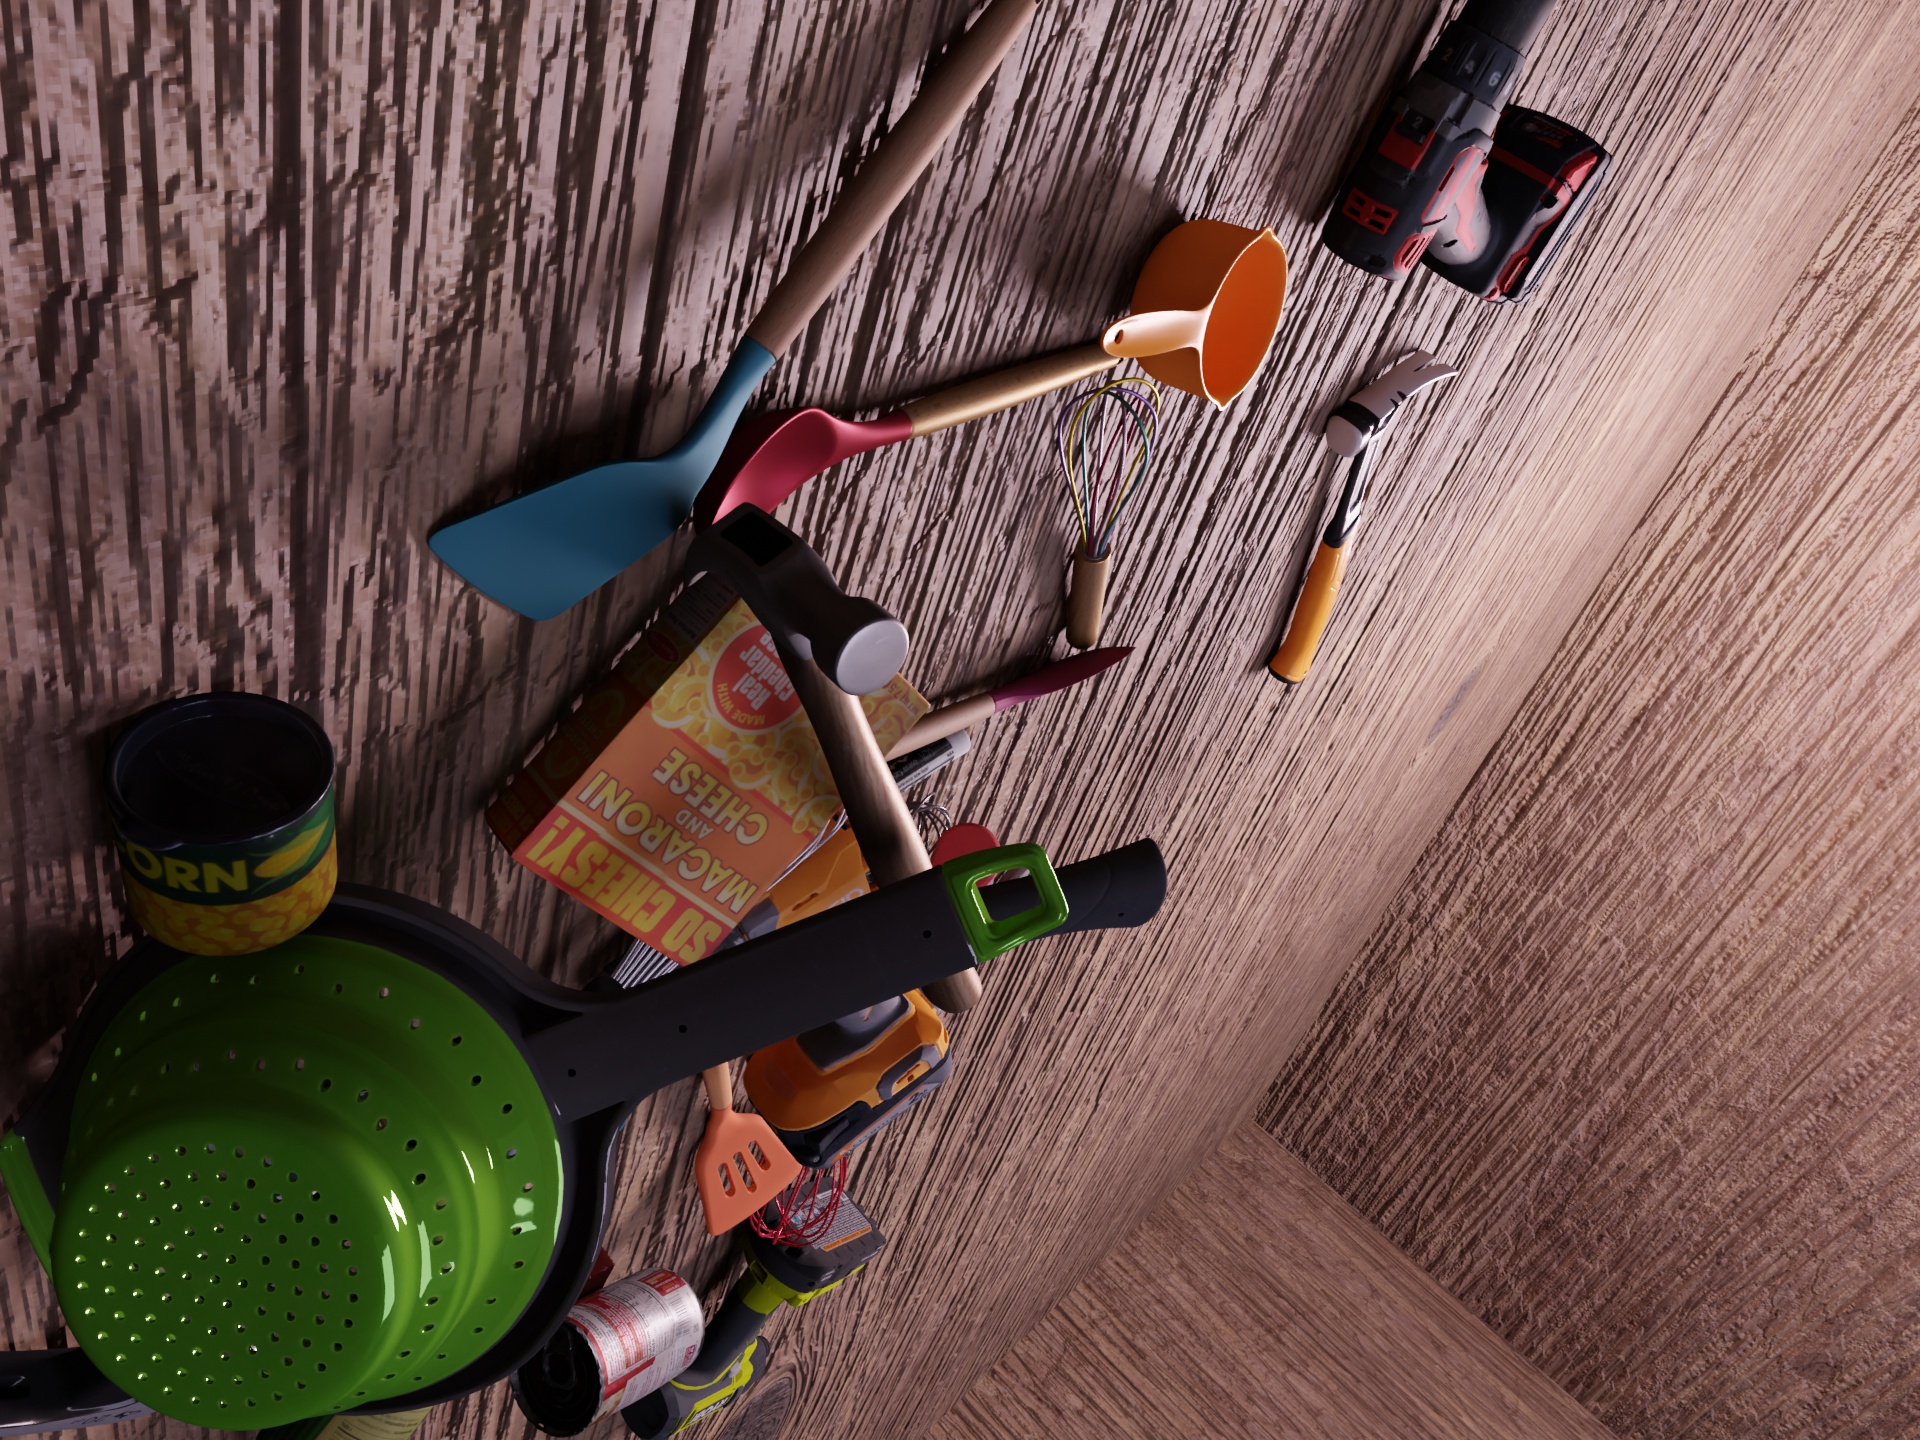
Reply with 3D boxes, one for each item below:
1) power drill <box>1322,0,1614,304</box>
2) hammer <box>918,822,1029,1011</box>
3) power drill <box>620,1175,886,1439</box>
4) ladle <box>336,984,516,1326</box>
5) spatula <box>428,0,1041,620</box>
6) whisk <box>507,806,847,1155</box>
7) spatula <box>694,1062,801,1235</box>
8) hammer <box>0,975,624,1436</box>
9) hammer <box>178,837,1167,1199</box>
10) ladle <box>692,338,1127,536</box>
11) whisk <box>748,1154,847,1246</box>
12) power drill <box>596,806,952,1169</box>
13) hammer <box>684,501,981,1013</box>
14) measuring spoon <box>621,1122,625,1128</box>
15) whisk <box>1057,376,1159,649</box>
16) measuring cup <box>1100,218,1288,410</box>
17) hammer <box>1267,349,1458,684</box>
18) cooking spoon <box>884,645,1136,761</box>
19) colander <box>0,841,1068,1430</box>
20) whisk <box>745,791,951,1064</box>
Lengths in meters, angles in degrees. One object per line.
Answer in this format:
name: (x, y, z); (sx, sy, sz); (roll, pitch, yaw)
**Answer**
power drill: (0.321, -0.350, 0.965); (0.226, 0.080, 0.187); (-8, 133, -54)
hammer: (0.016, 0.111, 1.043); (0.143, 0.038, 0.386); (-47, 169, -12)
power drill: (-0.169, 0.494, 1.337); (0.223, 0.080, 0.171); (-53, 157, 14)
ladle: (-0.268, 0.202, 0.764); (0.078, 0.062, 0.319); (-34, 145, -31)
spatula: (-0.068, -0.165, 0.592); (0.317, 0.044, 0.082); (-54, 156, -5)
whisk: (-0.150, 0.114, 0.786); (0.284, 0.070, 0.070); (-51, 158, -8)
spatula: (-0.151, 0.240, 1.025); (0.081, 0.041, 0.322); (-33, 151, -24)
hammer: (-0.254, 0.197, 0.632); (0.334, 0.035, 0.146); (-36, 153, 17)
hammer: (-0.114, 0.111, 0.652); (0.409, 0.036, 0.149); (-14, 142, -3)
ladle: (-0.010, -0.141, 0.727); (0.315, 0.031, 0.069); (-30, 161, -45)
whisk: (-0.097, 0.281, 1.167); (0.073, 0.073, 0.295); (-19, 136, -51)
power drill: (-0.100, 0.162, 0.904); (0.185, 0.084, 0.226); (-33, 137, -20)
hammer: (-0.039, 0.034, 0.683); (0.031, 0.130, 0.331); (-37, 143, -15)
measuring spoon: (-0.210, 0.219, 0.923); (0.042, 0.021, 0.128); (-41, 164, -24)
whisk: (0.083, -0.113, 0.924); (0.047, 0.051, 0.244); (-47, 161, -23)
measuring cup: (0.100, -0.202, 0.789); (0.173, 0.052, 0.095); (-23, 132, -48)
hammer: (0.311, -0.147, 1.301); (0.127, 0.034, 0.336); (-37, 154, -27)
cooking spoon: (-0.002, -0.003, 0.946); (0.069, 0.017, 0.319); (-14, -173, 46)
colander: (-0.151, 0.133, 0.526); (0.397, 0.204, 0.094); (-22, -172, 5)
whisk: (-0.076, 0.138, 1.009); (0.055, 0.055, 0.239); (-9, 138, -58)
